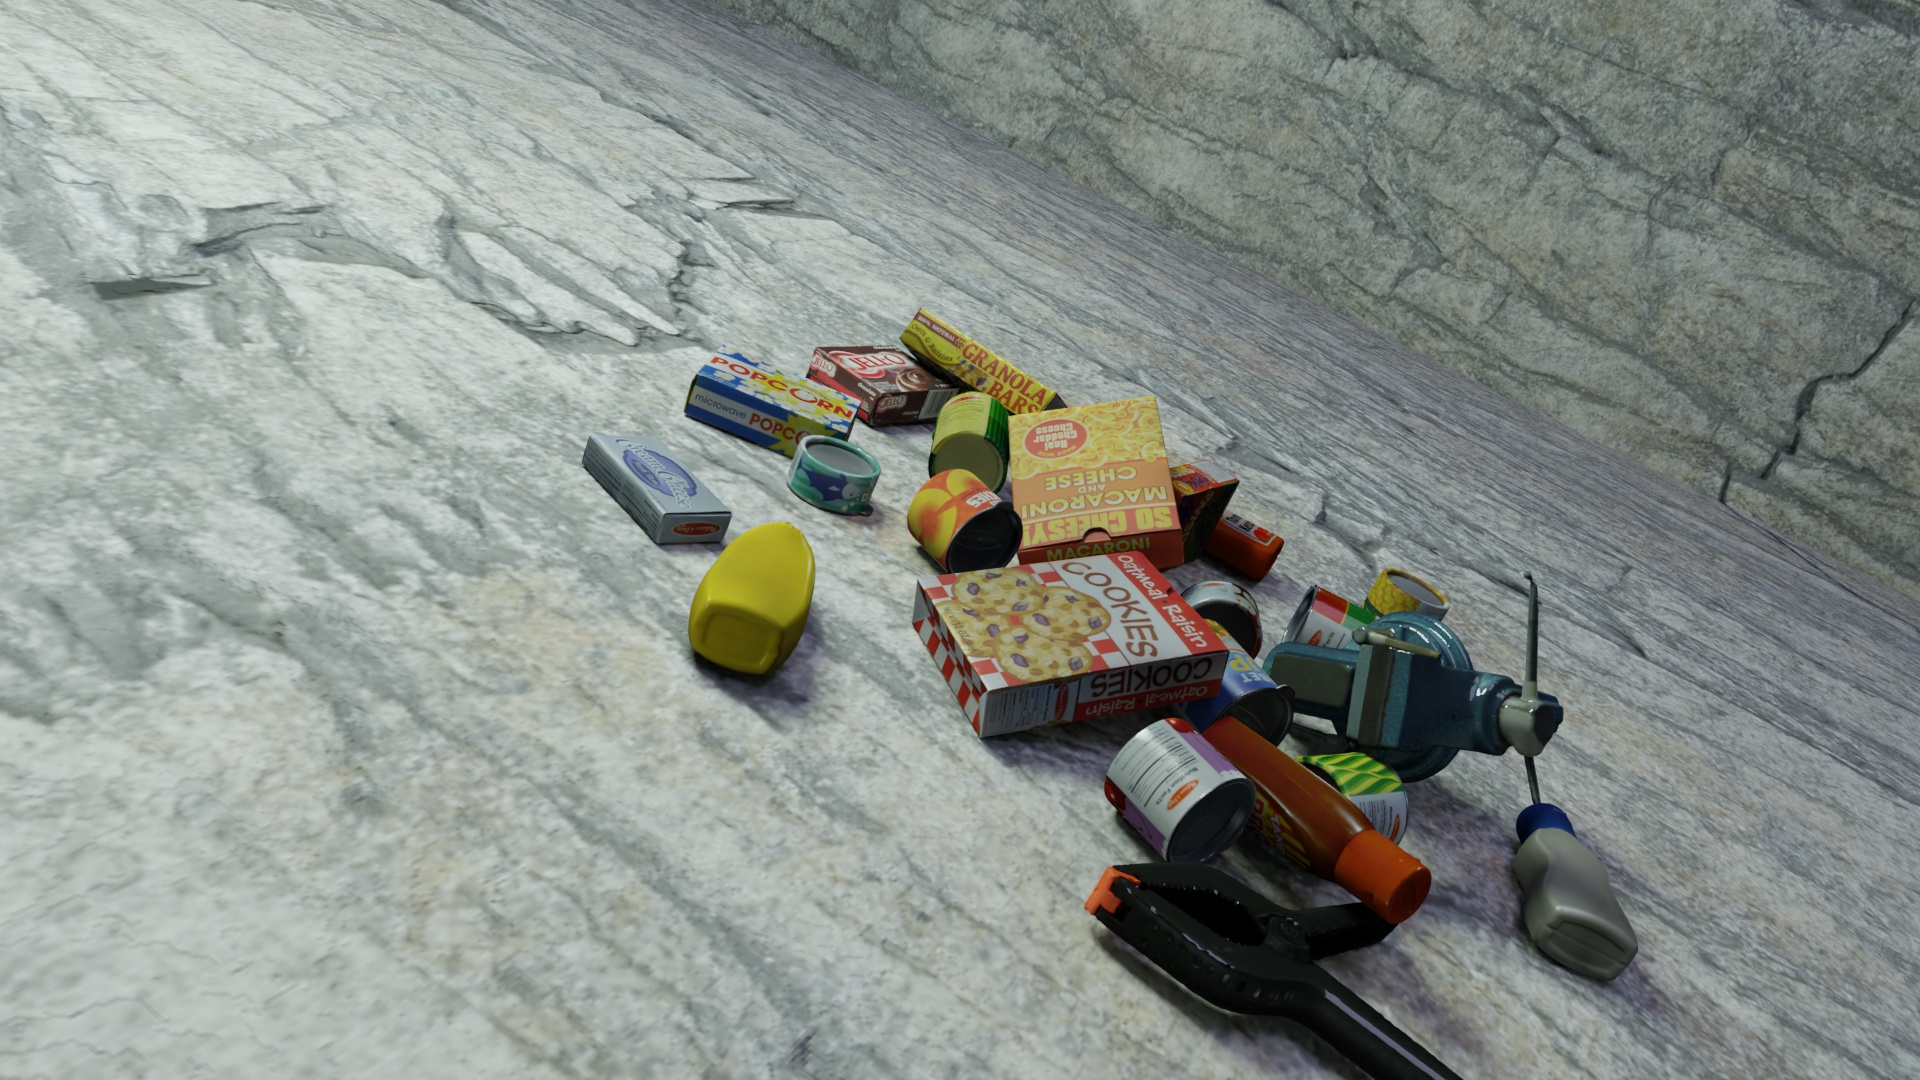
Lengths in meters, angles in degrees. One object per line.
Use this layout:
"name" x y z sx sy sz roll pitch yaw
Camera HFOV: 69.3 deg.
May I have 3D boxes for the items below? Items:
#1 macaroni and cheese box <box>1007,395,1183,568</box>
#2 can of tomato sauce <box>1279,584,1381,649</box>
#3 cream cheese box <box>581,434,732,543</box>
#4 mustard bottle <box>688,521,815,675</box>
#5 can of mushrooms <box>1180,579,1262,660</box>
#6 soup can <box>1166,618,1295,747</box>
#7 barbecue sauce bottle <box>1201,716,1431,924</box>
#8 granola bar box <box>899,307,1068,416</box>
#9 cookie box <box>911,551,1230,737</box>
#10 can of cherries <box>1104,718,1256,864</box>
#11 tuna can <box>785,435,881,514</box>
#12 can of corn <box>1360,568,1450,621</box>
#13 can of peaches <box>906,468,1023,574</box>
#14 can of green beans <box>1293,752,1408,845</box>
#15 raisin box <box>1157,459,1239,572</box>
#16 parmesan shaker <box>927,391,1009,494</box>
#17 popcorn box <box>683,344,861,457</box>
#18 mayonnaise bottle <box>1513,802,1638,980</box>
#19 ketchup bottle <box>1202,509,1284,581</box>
"macaroni and cheese box" 0.102 -0.042 1.085 0.124 0.040 0.167 -8 41 6
"can of tomato sauce" 0.304 0.082 1.101 0.083 0.071 0.071 27 23 5
"cream cheese box" -0.202 -0.036 0.919 0.053 0.024 0.104 -2 34 -47
"mustard bottle" -0.117 0.025 0.838 0.065 0.048 0.161 23 22 -4
"can of mushrooms" 0.190 0.067 1.027 0.071 0.070 0.033 23 22 -3
"soup can" 0.174 0.100 0.930 0.071 0.071 0.084 10 26 -30
"barbecue sauce bottle" 0.198 0.161 0.794 0.044 0.064 0.149 -34 39 -19
"granola bar box" 0.033 -0.142 1.304 0.166 0.039 0.124 35 -1 25
"cookie box" 0.069 0.061 0.891 0.168 0.040 0.123 -7 33 -22
"can of cherries" 0.125 0.145 0.794 0.071 0.071 0.058 2 30 -42
"tuna can" -0.093 -0.049 1.044 0.071 0.032 0.071 20 23 -9
"can of corn" 0.389 0.064 1.234 0.071 0.058 0.071 21 23 -9
"can of peaches" 0.004 -0.013 1.010 0.071 0.071 0.058 4 29 -40
"can of green beans" 0.229 0.164 0.849 0.058 0.071 0.071 5 29 -38
"raisin box" 0.181 -0.020 1.179 0.040 0.085 0.124 36 25 23
"parmesan shaker" 0.006 -0.076 1.164 0.071 0.071 0.103 22 23 -6
"popcorn box" -0.148 -0.107 1.109 0.127 0.038 0.085 22 22 -5
"mayonnaise bottle" 0.397 0.224 0.915 0.065 0.041 0.149 27 22 3
"ketchup bottle" 0.218 -0.017 1.265 0.149 0.043 0.065 31 19 17
